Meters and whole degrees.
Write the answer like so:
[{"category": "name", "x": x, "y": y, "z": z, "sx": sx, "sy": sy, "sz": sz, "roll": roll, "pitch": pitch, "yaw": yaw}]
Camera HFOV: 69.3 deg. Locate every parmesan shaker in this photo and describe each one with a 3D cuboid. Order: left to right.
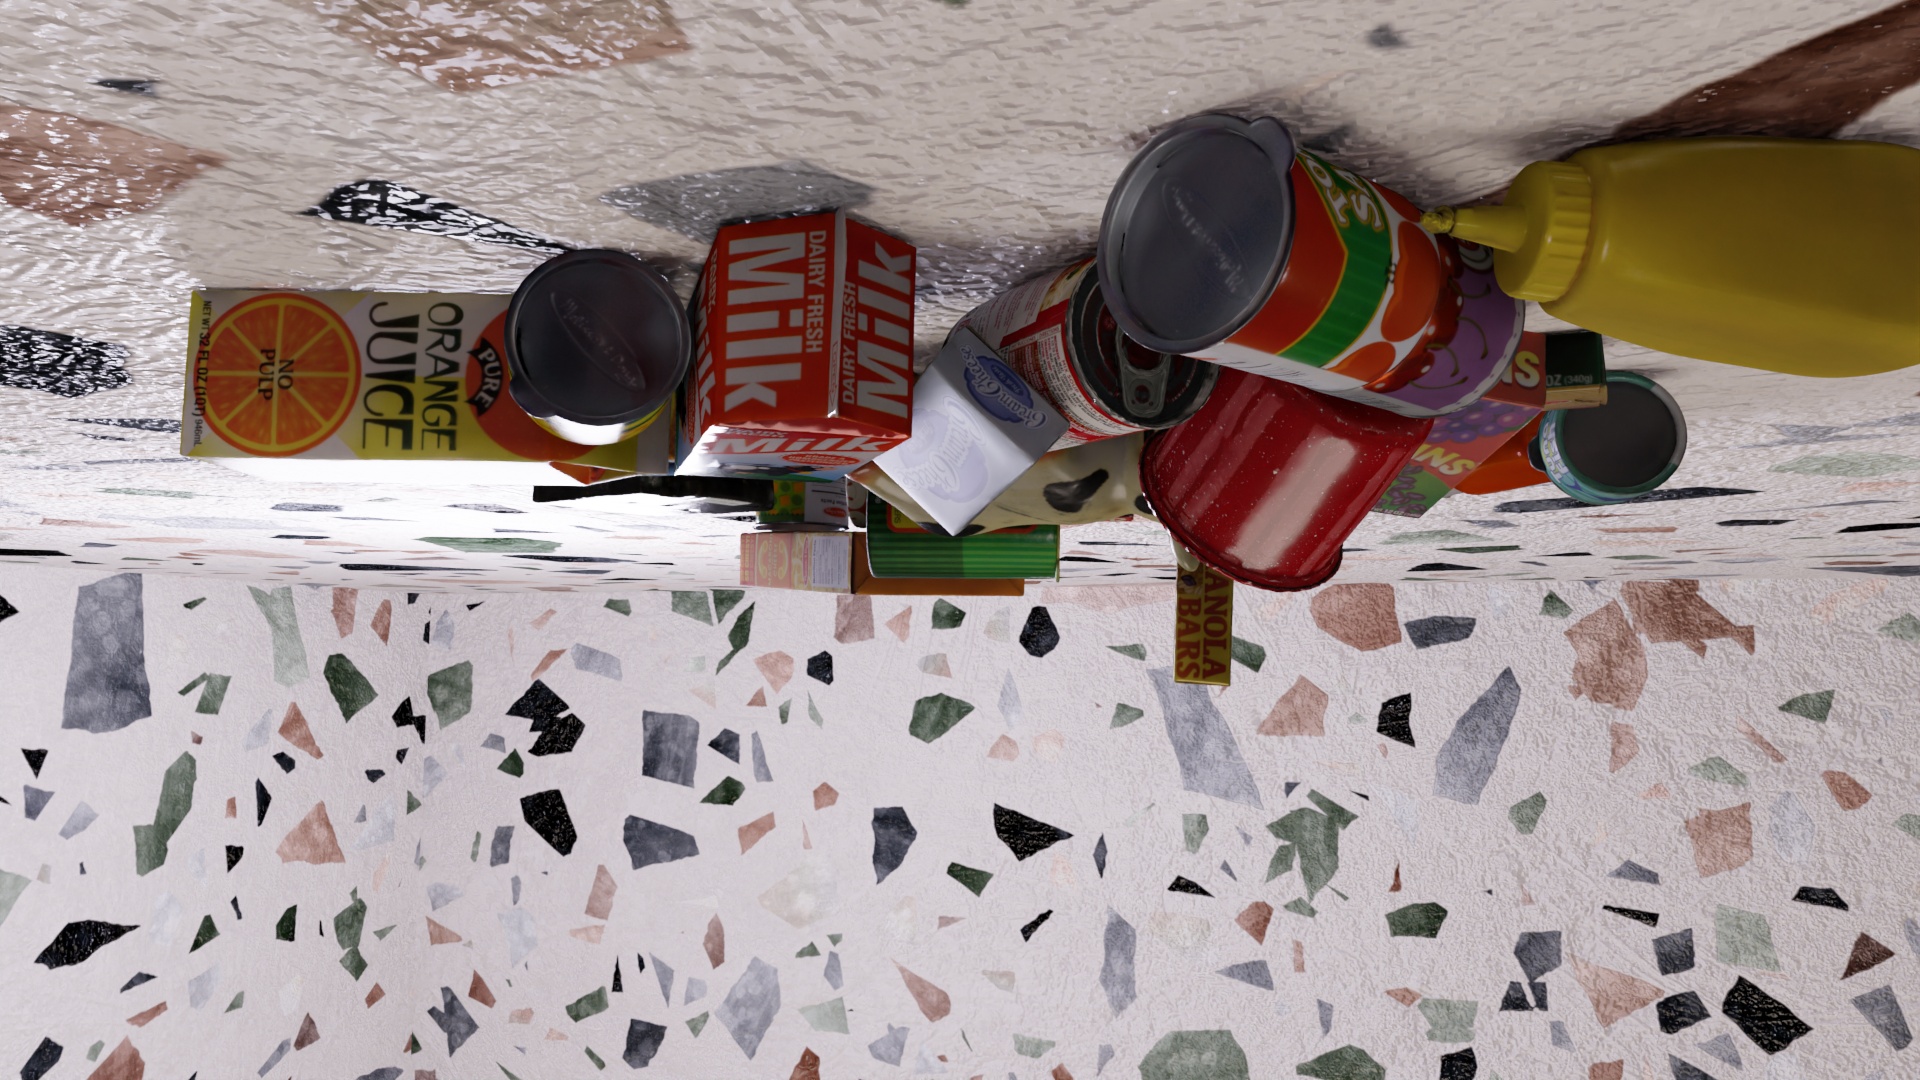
[{"category": "parmesan shaker", "x": 0.003, "y": -0.010, "z": 0.761, "sx": 0.103, "sy": 0.071, "sz": 0.071, "roll": 0, "pitch": 175, "yaw": 3}]

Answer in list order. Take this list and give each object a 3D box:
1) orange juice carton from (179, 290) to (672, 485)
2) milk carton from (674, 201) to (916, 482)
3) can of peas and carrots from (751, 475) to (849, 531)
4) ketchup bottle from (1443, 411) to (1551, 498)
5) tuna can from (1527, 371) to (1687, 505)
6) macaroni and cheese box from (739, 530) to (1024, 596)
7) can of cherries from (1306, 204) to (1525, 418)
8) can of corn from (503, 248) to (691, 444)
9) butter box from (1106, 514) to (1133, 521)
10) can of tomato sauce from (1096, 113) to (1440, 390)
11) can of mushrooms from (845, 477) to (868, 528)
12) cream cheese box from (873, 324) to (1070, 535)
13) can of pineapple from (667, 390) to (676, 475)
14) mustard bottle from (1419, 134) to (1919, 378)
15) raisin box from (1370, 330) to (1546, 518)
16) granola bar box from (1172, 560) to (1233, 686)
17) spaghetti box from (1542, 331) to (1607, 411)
[{"category": "orange juice carton", "x": -0.221, "y": -0.064, "z": 0.601, "sx": 0.193, "sy": 0.072, "sz": 0.073, "roll": 1, "pitch": 175, "yaw": 0}, {"category": "milk carton", "x": -0.065, "y": -0.068, "z": 0.536, "sx": 0.073, "sy": 0.072, "sz": 0.190, "roll": 2, "pitch": 174, "yaw": -17}, {"category": "can of peas and carrots", "x": -0.112, "y": -0.037, "z": 0.973, "sx": 0.071, "sy": 0.059, "sz": 0.071, "roll": 1, "pitch": 175, "yaw": 0}, {"category": "ketchup bottle", "x": 0.333, "y": -0.052, "z": 0.859, "sx": 0.065, "sy": 0.043, "sz": 0.148, "roll": 2, "pitch": 175, "yaw": -12}, {"category": "tuna can", "x": 0.335, "y": -0.052, "z": 0.721, "sx": 0.071, "sy": 0.071, "sz": 0.033, "roll": 0, "pitch": 173, "yaw": 8}, {"category": "macaroni and cheese box", "x": -0.054, "y": 0.014, "z": 0.903, "sx": 0.124, "sy": 0.040, "sz": 0.166, "roll": 3, "pitch": 179, "yaw": -32}, {"category": "can of cherries", "x": 0.144, "y": -0.080, "z": 0.461, "sx": 0.058, "sy": 0.071, "sz": 0.071, "roll": 7, "pitch": 172, "yaw": -43}, {"category": "can of corn", "x": -0.142, "y": -0.070, "z": 0.533, "sx": 0.071, "sy": 0.071, "sz": 0.058, "roll": 2, "pitch": 175, "yaw": -17}, {"category": "butter box", "x": 0.068, "y": -0.040, "z": 0.958, "sx": 0.103, "sy": 0.053, "sz": 0.024, "roll": 0, "pitch": 172, "yaw": 7}, {"category": "can of tomato sauce", "x": 0.093, "y": -0.083, "z": 0.409, "sx": 0.083, "sy": 0.071, "sz": 0.071, "roll": 5, "pitch": 173, "yaw": -44}, {"category": "can of mushrooms", "x": -0.051, "y": -0.039, "z": 0.891, "sx": 0.033, "sy": 0.071, "sz": 0.071, "roll": 1, "pitch": 175, "yaw": 7}, {"category": "cream cheese box", "x": 0.000, "y": -0.039, "z": 0.537, "sx": 0.053, "sy": 0.024, "sz": 0.103, "roll": 43, "pitch": 158, "yaw": -2}, {"category": "can of pineapple", "x": -0.158, "y": -0.064, "z": 0.674, "sx": 0.071, "sy": 0.058, "sz": 0.071, "roll": 0, "pitch": 175, "yaw": 0}, {"category": "mustard bottle", "x": 0.210, "y": -0.086, "z": 0.402, "sx": 0.160, "sy": 0.065, "sz": 0.048, "roll": 6, "pitch": 169, "yaw": -2}, {"category": "raisin box", "x": 0.194, "y": -0.056, "z": 0.626, "sx": 0.086, "sy": 0.040, "sz": 0.123, "roll": 10, "pitch": 158, "yaw": -3}, {"category": "granola bar box", "x": 0.168, "y": 0.016, "z": 0.956, "sx": 0.039, "sy": 0.165, "sz": 0.124, "roll": 2, "pitch": 175, "yaw": 11}, {"category": "spaghetti box", "x": 0.184, "y": -0.075, "z": 0.691, "sx": 0.250, "sy": 0.028, "sz": 0.050, "roll": -2, "pitch": 174, "yaw": 24}]
